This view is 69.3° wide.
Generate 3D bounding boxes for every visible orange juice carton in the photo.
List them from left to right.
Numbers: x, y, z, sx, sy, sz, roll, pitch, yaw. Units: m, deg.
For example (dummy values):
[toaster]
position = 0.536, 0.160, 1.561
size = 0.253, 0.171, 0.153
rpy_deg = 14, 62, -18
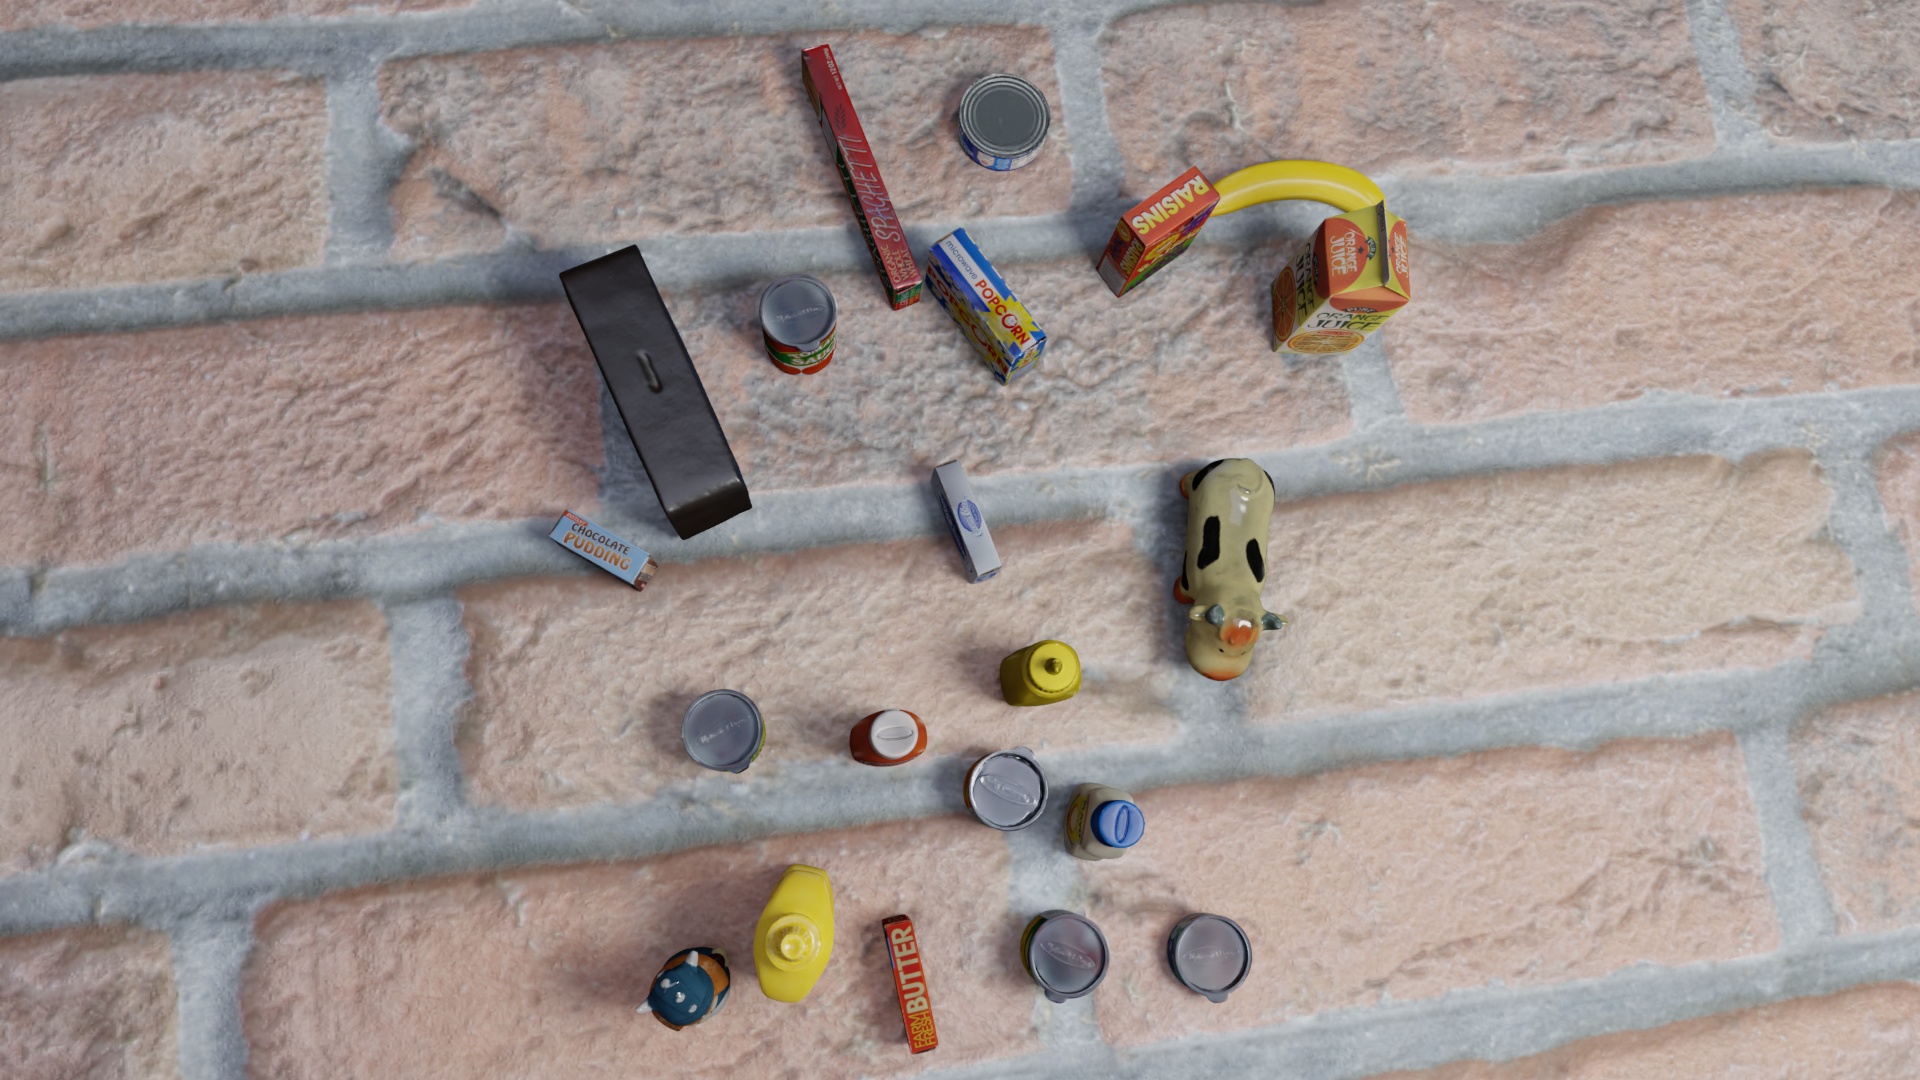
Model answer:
[orange juice carton]
position = 0.336, -0.226, 1.214
size = 0.073, 0.192, 0.072
rpy_deg = 1, 79, -5

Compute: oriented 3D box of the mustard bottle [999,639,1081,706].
[mustard bottle]
position = 0.070, 0.108, 1.138
size = 0.065, 0.160, 0.049
rpy_deg = -7, 80, -7

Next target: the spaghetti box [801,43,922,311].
[spaghetti box]
position = -0.091, -0.331, 1.268
size = 0.029, 0.050, 0.250
rpy_deg = -20, 81, -9

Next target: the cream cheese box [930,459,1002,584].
[cream cheese box]
position = 0.004, -0.015, 1.211
size = 0.024, 0.053, 0.104
rpy_deg = -21, 81, -9

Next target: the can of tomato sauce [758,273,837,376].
[can of tomato sauce]
position = -0.140, -0.186, 1.217
size = 0.071, 0.083, 0.071
rpy_deg = 1, 79, -5

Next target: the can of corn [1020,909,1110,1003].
[can of corn]
position = 0.084, 0.341, 1.143
size = 0.071, 0.058, 0.071
rpy_deg = 1, 79, -5

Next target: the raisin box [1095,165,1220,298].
[raisin box]
position = 0.175, -0.274, 1.244
size = 0.086, 0.123, 0.040
rpy_deg = -35, 84, -11

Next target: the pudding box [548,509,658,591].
[pudding box]
position = -0.302, 0.008, 1.179
size = 0.084, 0.049, 0.030
rpy_deg = 29, 78, 1

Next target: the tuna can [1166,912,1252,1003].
[tuna can]
position = 0.209, 0.350, 1.166
size = 0.071, 0.032, 0.071
rpy_deg = 1, 79, -5

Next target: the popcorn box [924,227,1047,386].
[popcorn box]
position = 0.020, -0.207, 1.235
size = 0.038, 0.085, 0.127
rpy_deg = -36, 84, -11

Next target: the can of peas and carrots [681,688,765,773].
[can of peas and carrots]
position = -0.194, 0.161, 1.154
size = 0.071, 0.058, 0.071
rpy_deg = 1, 79, -5

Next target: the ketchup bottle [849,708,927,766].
[ketchup bottle]
position = -0.057, 0.159, 1.121
size = 0.065, 0.148, 0.043
rpy_deg = -5, 80, -6

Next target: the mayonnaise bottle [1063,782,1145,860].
[mayonnaise bottle]
position = 0.116, 0.228, 1.123
size = 0.041, 0.147, 0.065
rpy_deg = 11, 78, -3

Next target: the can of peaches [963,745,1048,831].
[can of peaches]
position = 0.038, 0.208, 1.166
size = 0.071, 0.058, 0.071
rpy_deg = 1, 79, -5

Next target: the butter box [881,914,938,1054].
[butter box]
position = -0.041, 0.360, 1.130
size = 0.024, 0.053, 0.103
rpy_deg = -12, 80, -7
